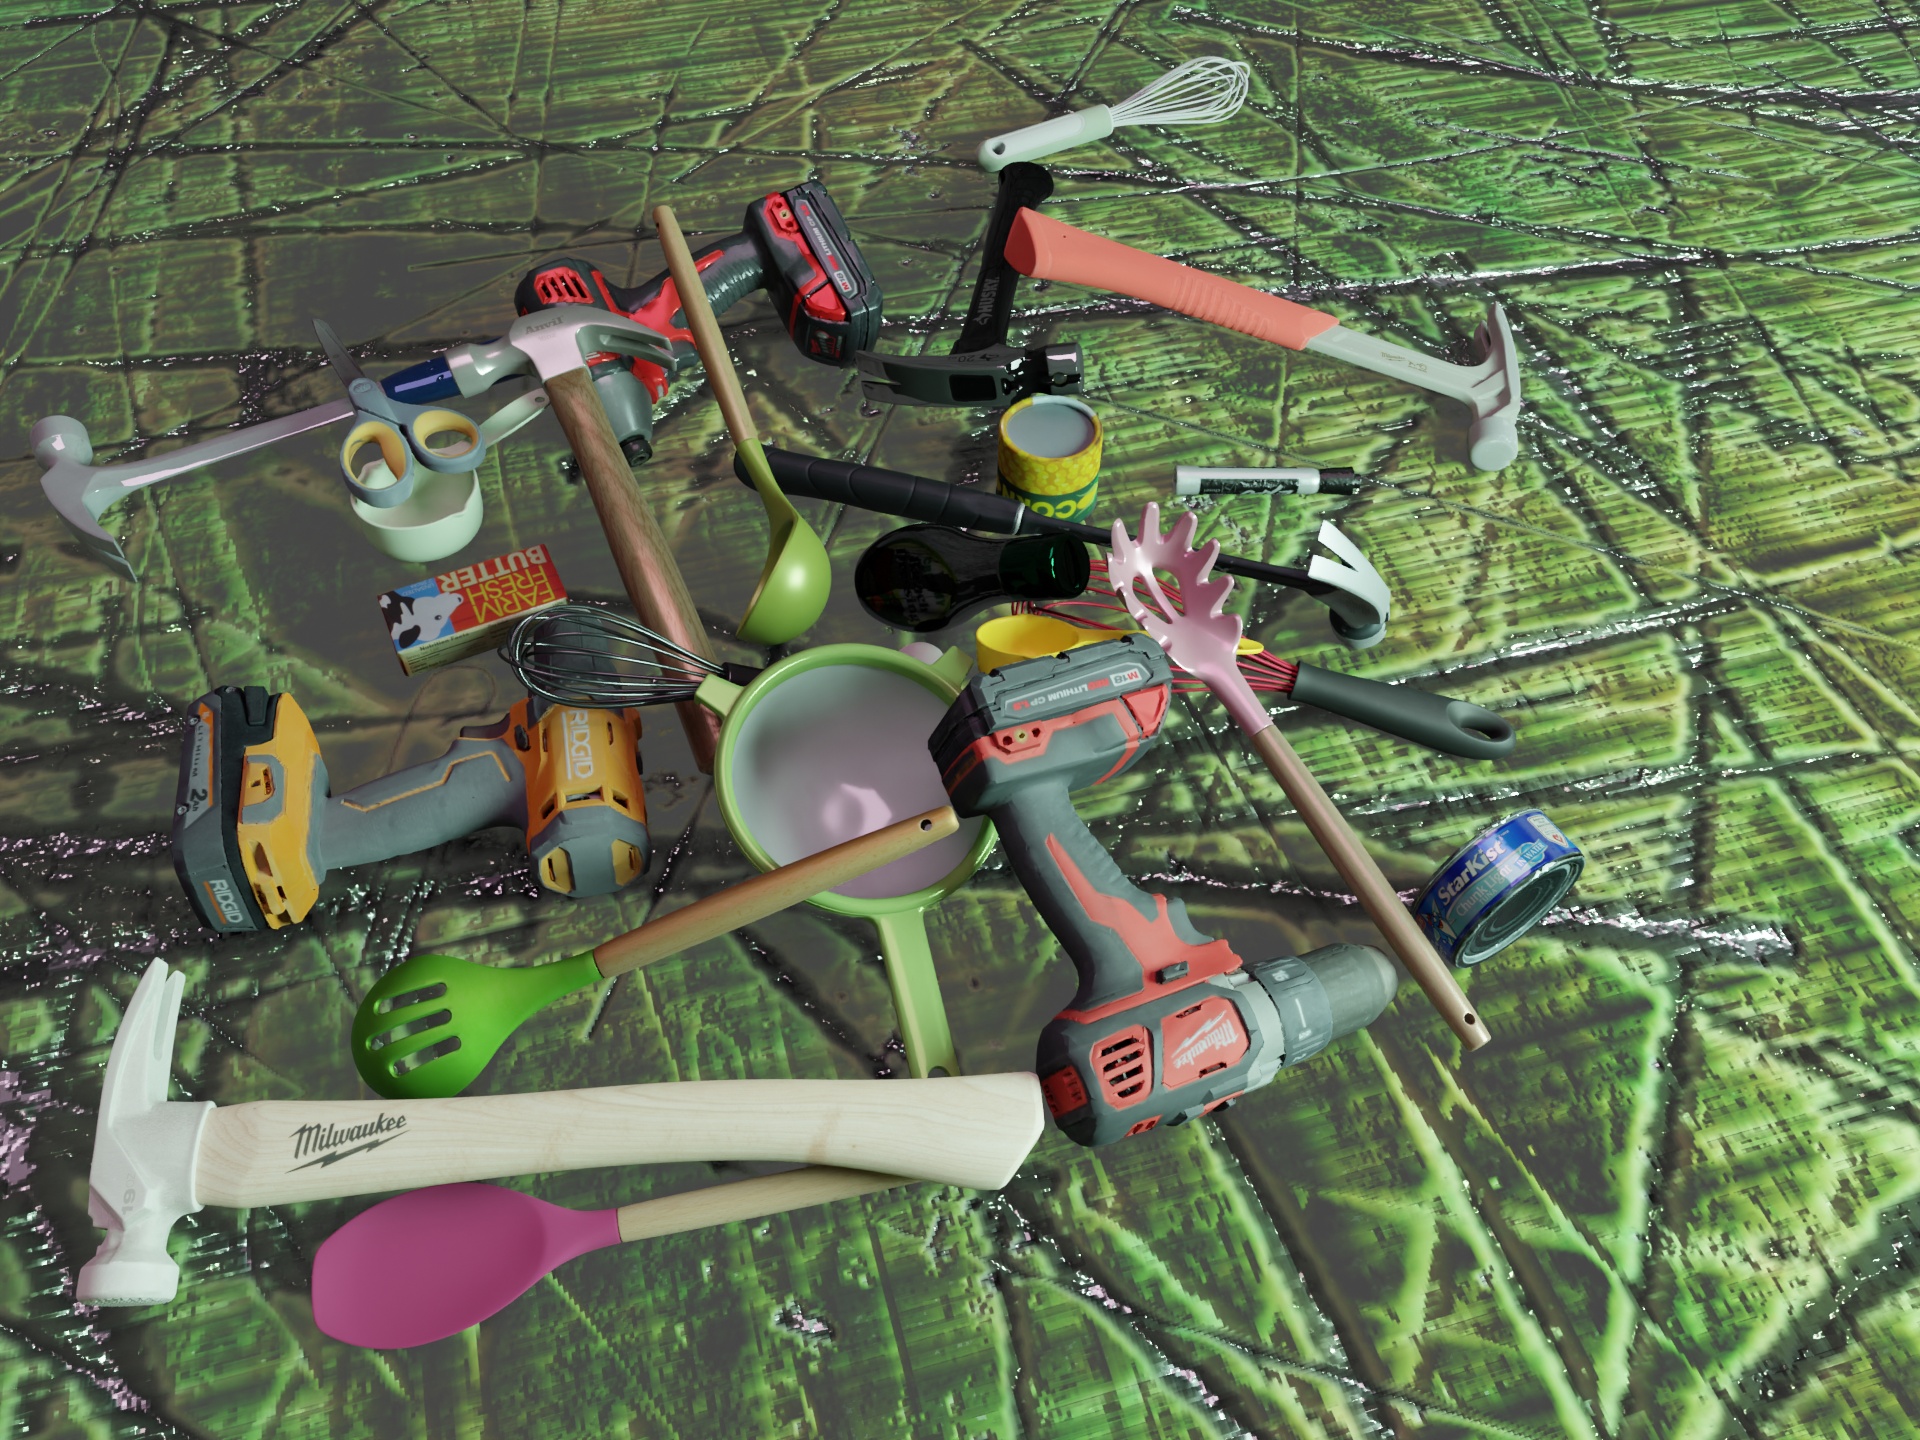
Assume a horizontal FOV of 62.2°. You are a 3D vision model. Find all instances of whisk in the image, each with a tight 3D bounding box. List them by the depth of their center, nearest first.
[{"bbox_3d":[-0.128,-0.020,0.856,0.238,0.055,0.055,10,46,-26],"label":"whisk"},{"bbox_3d":[0.171,-0.029,0.907,0.296,0.073,0.073,17,52,4],"label":"whisk"},{"bbox_3d":[0.125,-0.488,1.285,0.246,0.059,0.058,-22,82,-12],"label":"whisk"}]

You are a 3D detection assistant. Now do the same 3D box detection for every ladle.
[{"bbox_3d":[-0.149,-0.190,0.973,0.062,0.078,0.320,-9,67,-31],"label":"ladle"}]

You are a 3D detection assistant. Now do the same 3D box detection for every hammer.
[{"bbox_3d":[-0.169,0.173,0.709,0.410,0.038,0.146,-2,67,-4],"label":"hammer"},{"bbox_3d":[-0.193,-0.115,0.938,0.130,0.031,0.332,-23,68,-9],"label":"hammer"},{"bbox_3d":[0.049,-0.116,0.946,0.409,0.149,0.036,14,84,19],"label":"hammer"},{"bbox_3d":[-0.390,-0.208,1.054,0.405,0.035,0.144,-23,55,-19],"label":"hammer"},{"bbox_3d":[0.205,-0.274,1.059,0.359,0.036,0.149,16,52,-9],"label":"hammer"},{"bbox_3d":[0.022,-0.314,1.115,0.146,0.035,0.335,-3,40,11],"label":"hammer"}]

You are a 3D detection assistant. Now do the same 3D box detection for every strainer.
[{"bbox_3d":[-0.043,0.087,0.813,0.151,0.069,0.257,-8,68,-19],"label":"strainer"}]

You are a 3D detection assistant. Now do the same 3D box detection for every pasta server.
[{"bbox_3d":[0.169,0.025,0.801,0.060,0.040,0.316,-28,73,-14],"label":"pasta server"}]

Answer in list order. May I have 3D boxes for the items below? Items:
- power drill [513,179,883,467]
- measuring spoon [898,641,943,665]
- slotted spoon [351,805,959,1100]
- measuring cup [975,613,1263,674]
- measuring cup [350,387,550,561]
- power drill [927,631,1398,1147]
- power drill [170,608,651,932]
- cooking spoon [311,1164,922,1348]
[{"bbox_3d":[-0.170,-0.262,1.061,0.219,0.078,0.143,-24,79,-15],"label":"power drill"},{"bbox_3d":[-0.001,-0.003,0.905,0.034,0.018,0.124,-23,56,-19],"label":"measuring spoon"},{"bbox_3d":[-0.148,0.103,0.754,0.314,0.031,0.070,-22,75,0],"label":"slotted spoon"},{"bbox_3d":[0.086,-0.033,0.863,0.156,0.029,0.062,2,25,-3],"label":"measuring cup"},{"bbox_3d":[-0.313,-0.159,1.017,0.083,0.038,0.168,24,50,19],"label":"measuring cup"},{"bbox_3d":[0.098,0.076,0.777,0.188,0.080,0.227,-15,72,-23],"label":"power drill"},{"bbox_3d":[-0.284,0.017,0.848,0.226,0.084,0.186,-7,49,-11],"label":"power drill"},{"bbox_3d":[-0.128,0.223,0.719,0.319,0.017,0.069,-10,56,-8],"label":"cooking spoon"}]
